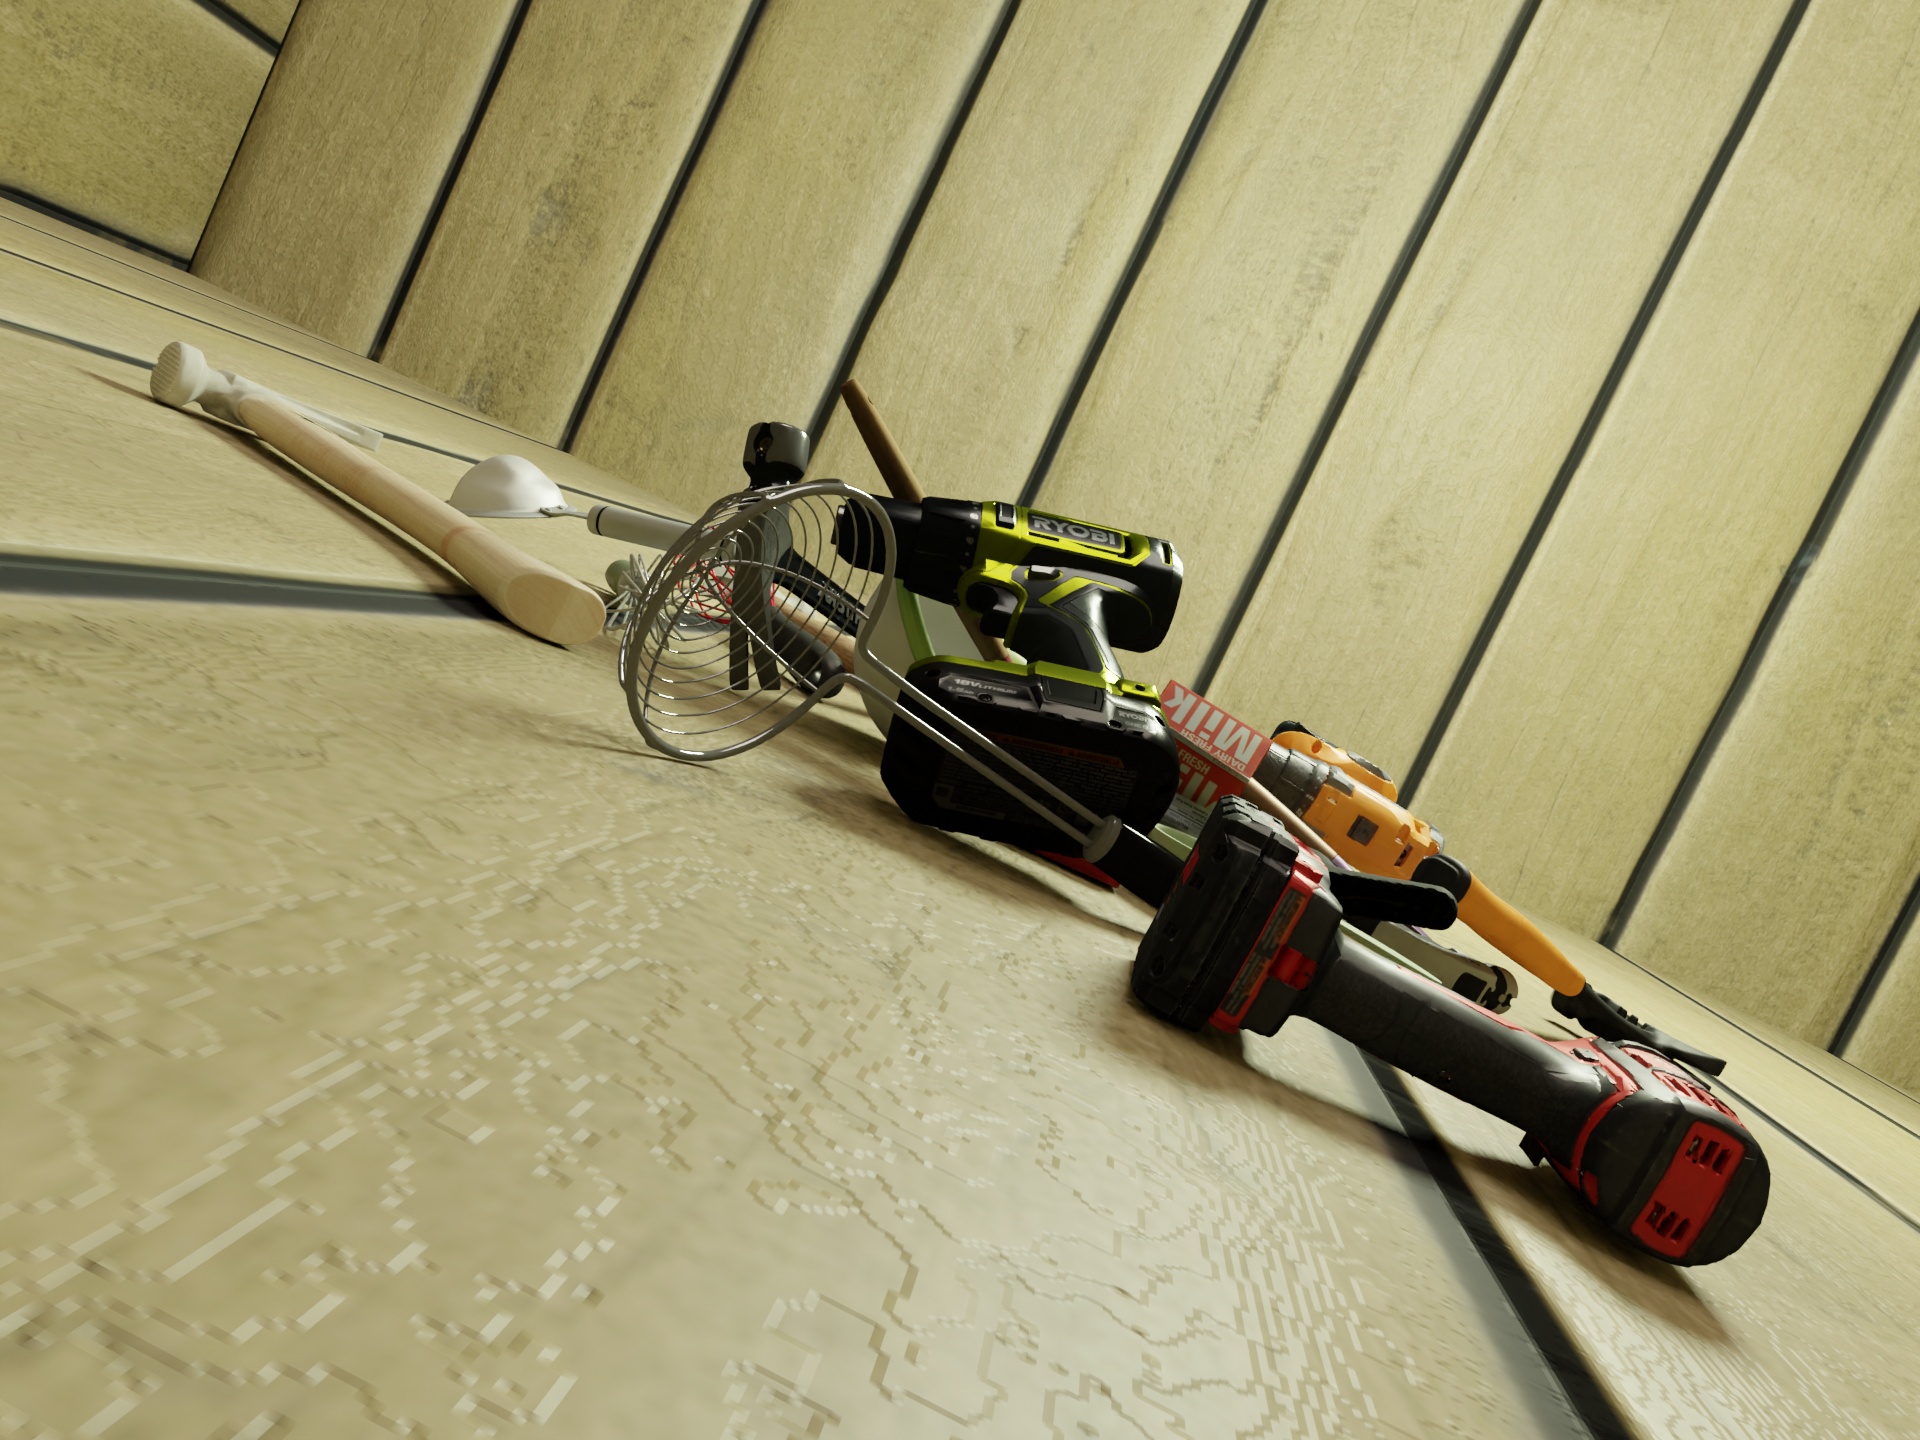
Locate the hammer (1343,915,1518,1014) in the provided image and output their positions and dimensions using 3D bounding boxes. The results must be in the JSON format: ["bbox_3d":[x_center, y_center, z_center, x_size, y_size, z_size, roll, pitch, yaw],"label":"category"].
[{"bbox_3d":[0.216,0.092,1.091,0.146,0.035,0.335,21,12,-44],"label":"hammer"}]

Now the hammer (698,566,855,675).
[{"bbox_3d":[-0.121,-0.071,1.327,0.130,0.031,0.332,22,6,-34],"label":"hammer"}]

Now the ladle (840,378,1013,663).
[{"bbox_3d":[0.011,-0.058,0.935,0.315,0.031,0.069,60,7,-18],"label":"ladle"}]

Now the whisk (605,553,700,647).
[{"bbox_3d":[-0.199,-0.080,0.980,0.057,0.059,0.246,62,-10,-16],"label":"whisk"}]

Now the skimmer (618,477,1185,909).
[{"bbox_3d":[0.023,0.031,0.663,0.363,0.127,0.090,35,7,-23],"label":"skimmer"}]

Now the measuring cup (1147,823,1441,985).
[{"bbox_3d":[0.166,0.108,0.830,0.168,0.038,0.083,29,6,19],"label":"measuring cup"}]

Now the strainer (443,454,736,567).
[{"bbox_3d":[-0.227,-0.127,0.981,0.258,0.050,0.087,15,18,23],"label":"strainer"}]

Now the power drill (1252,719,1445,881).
[{"bbox_3d":[0.282,0.056,1.286,0.185,0.084,0.226,31,8,1],"label":"power drill"}]

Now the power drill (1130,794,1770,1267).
[{"bbox_3d":[0.180,0.115,0.602,0.220,0.078,0.143,29,5,7],"label":"power drill"}]

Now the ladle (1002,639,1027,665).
[{"bbox_3d":[0.089,-0.007,1.274,0.320,0.078,0.062,31,-34,-15],"label":"ladle"}]

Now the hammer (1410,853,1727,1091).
[{"bbox_3d":[0.390,0.164,1.044,0.336,0.034,0.127,33,1,-42],"label":"hammer"}]

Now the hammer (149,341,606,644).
[{"bbox_3d":[-0.313,-0.124,0.896,0.411,0.038,0.146,30,5,40],"label":"hammer"}]

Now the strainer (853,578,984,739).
[{"bbox_3d":[-0.002,-0.003,0.995,0.256,0.069,0.152,49,24,-51],"label":"strainer"}]

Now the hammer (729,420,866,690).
[{"bbox_3d":[-0.045,-0.045,1.050,0.036,0.149,0.408,1,-14,22],"label":"hammer"}]

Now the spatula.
[{"bbox_3d":[0.249,0.085,1.155,0.316,0.018,0.059,43,-2,17],"label":"spatula"}]

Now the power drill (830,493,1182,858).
[{"bbox_3d":[0.022,-0.040,0.811,0.190,0.080,0.229,12,35,-7],"label":"power drill"}]

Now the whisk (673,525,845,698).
[{"bbox_3d":[-0.144,-0.078,1.140,0.073,0.073,0.296,22,11,-33],"label":"whisk"}]
